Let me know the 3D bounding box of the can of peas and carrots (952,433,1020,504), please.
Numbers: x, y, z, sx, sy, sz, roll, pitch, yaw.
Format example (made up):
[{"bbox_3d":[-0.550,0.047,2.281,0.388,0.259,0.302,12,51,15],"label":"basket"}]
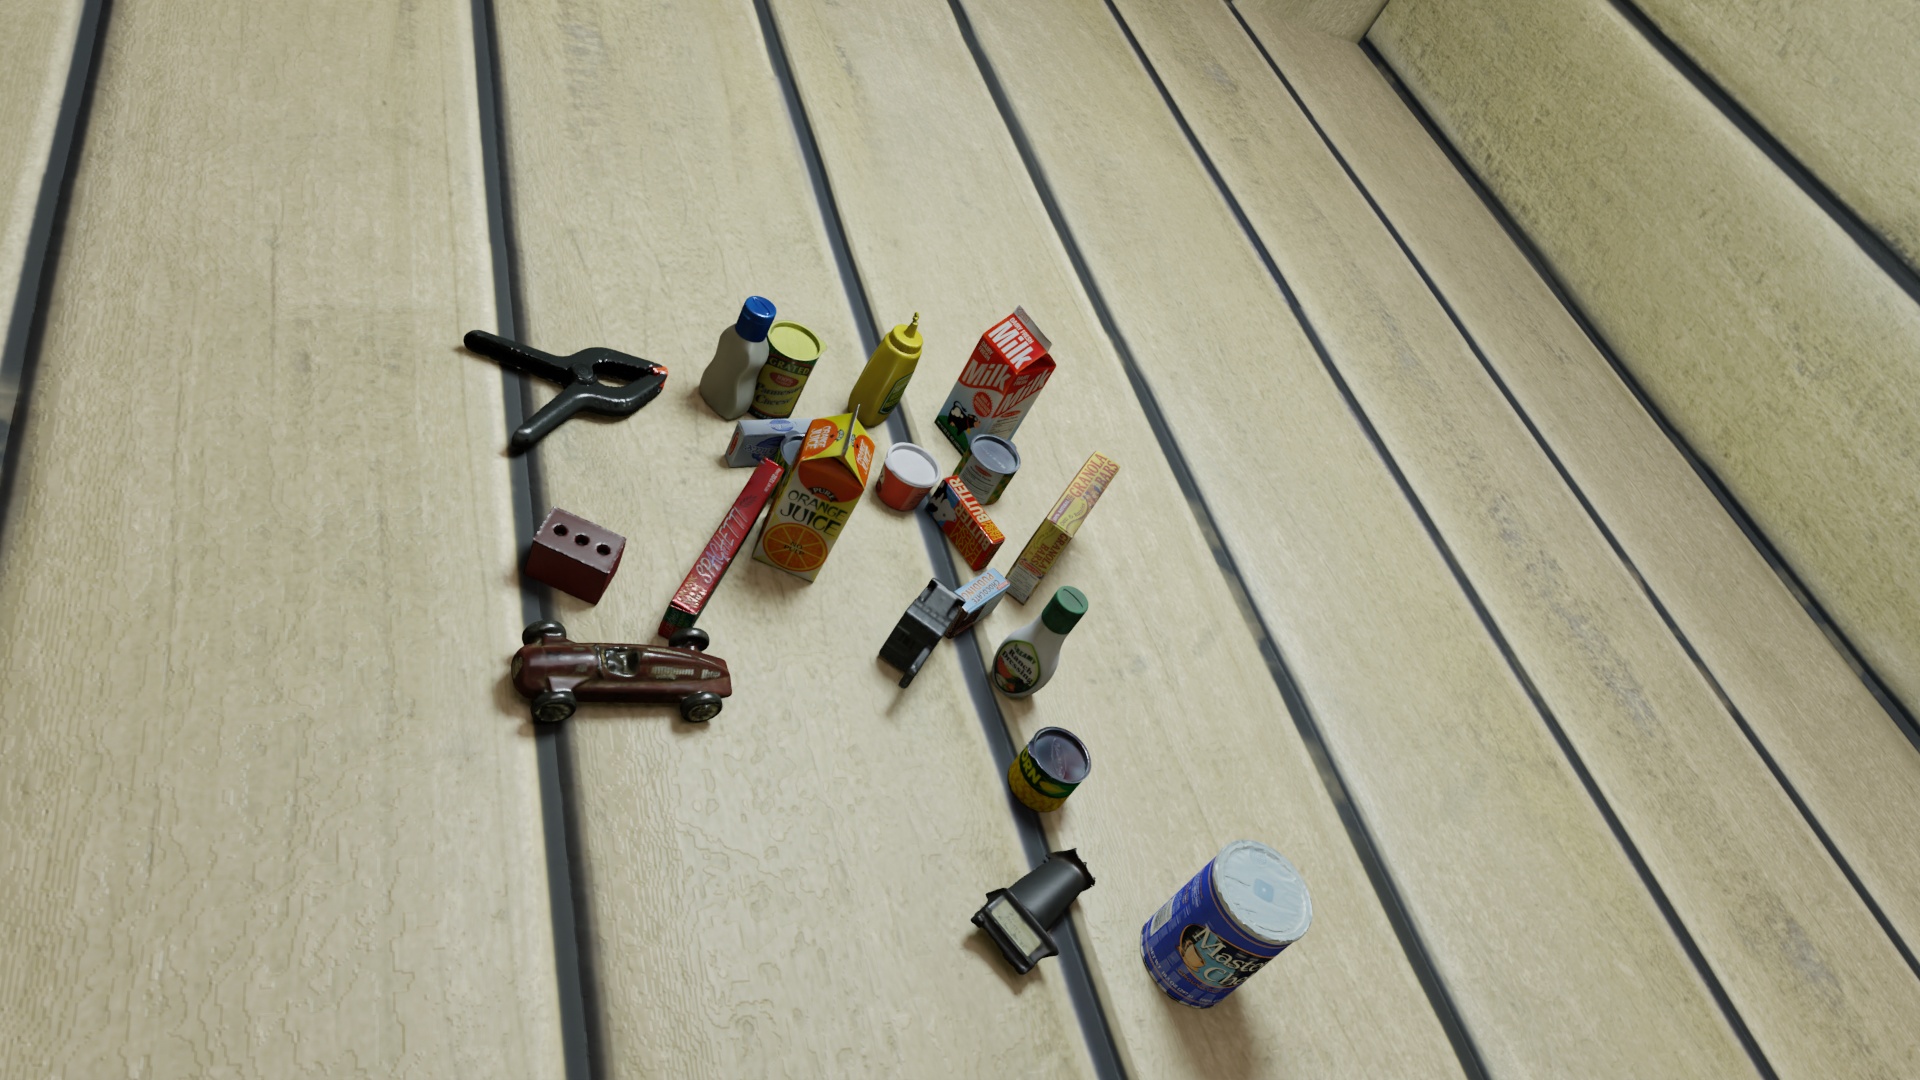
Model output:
[{"bbox_3d":[0.032,-0.087,1.674,0.071,0.058,0.071,18,42,-17],"label":"can of peas and carrots"}]

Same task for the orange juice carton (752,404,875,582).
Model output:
[{"bbox_3d":[-0.144,-0.052,1.424,0.073,0.191,0.072,23,41,-11],"label":"orange juice carton"}]

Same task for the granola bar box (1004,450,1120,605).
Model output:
[{"bbox_3d":[0.115,-0.017,1.606,0.039,0.123,0.166,35,40,3],"label":"granola bar box"}]

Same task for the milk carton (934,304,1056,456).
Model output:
[{"bbox_3d":[0.050,-0.193,1.691,0.074,0.189,0.072,-16,60,-42],"label":"milk carton"}]

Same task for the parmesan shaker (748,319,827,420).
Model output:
[{"bbox_3d":[-0.204,-0.192,1.596,0.071,0.102,0.072,18,42,-17],"label":"parmesan shaker"}]

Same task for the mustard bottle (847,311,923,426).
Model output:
[{"bbox_3d":[-0.081,-0.206,1.644,0.049,0.159,0.065,41,41,10],"label":"mustard bottle"}]

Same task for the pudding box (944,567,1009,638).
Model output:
[{"bbox_3d":[0.013,0.068,1.513,0.030,0.049,0.084,44,41,14],"label":"pudding box"}]

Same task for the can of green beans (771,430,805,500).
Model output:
[{"bbox_3d":[-0.176,-0.075,1.531,0.071,0.057,0.071,18,42,-17],"label":"can of green beans"}]

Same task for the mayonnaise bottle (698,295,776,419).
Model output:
[{"bbox_3d":[-0.245,-0.206,1.549,0.065,0.147,0.041,46,42,16],"label":"mayonnaise bottle"}]

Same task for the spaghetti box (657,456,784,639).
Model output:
[{"bbox_3d":[-0.241,0.006,1.414,0.029,0.050,0.251,28,40,-5],"label":"spaghetti box"}]

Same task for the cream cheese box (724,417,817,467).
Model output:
[{"bbox_3d":[-0.207,-0.109,1.549,0.104,0.053,0.024,-6,53,-37],"label":"cream cheese box"}]

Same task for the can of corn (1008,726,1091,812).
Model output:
[{"bbox_3d":[0.086,0.229,1.391,0.071,0.058,0.071,18,42,-17],"label":"can of corn"}]

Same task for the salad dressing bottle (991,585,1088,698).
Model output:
[{"bbox_3d":[0.083,0.105,1.445,0.064,0.146,0.044,46,42,16],"label":"salad dressing bottle"}]

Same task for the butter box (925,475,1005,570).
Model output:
[{"bbox_3d":[0.006,-0.020,1.595,0.024,0.052,0.104,-16,59,-42],"label":"butter box"}]

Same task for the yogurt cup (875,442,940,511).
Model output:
[{"bbox_3d":[-0.063,-0.071,1.601,0.072,0.053,0.073,18,42,-17],"label":"yogurt cup"}]
